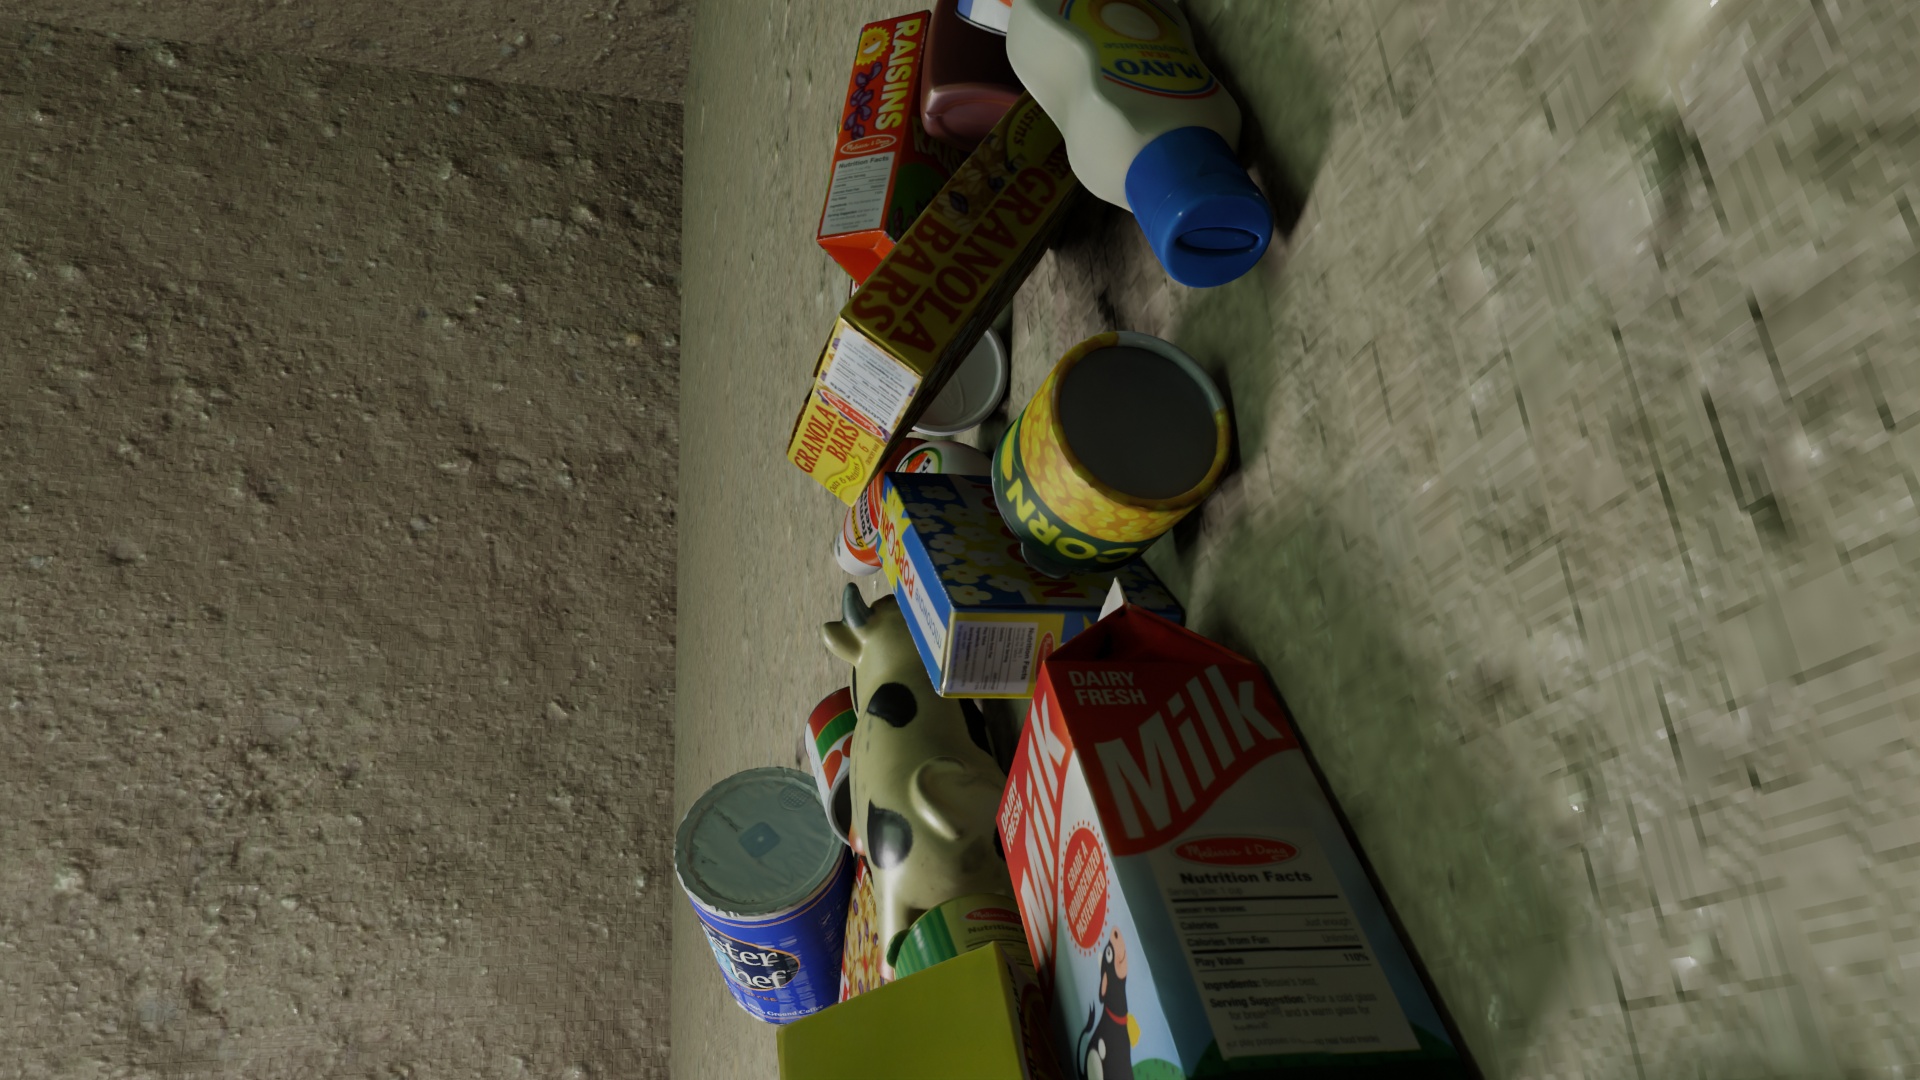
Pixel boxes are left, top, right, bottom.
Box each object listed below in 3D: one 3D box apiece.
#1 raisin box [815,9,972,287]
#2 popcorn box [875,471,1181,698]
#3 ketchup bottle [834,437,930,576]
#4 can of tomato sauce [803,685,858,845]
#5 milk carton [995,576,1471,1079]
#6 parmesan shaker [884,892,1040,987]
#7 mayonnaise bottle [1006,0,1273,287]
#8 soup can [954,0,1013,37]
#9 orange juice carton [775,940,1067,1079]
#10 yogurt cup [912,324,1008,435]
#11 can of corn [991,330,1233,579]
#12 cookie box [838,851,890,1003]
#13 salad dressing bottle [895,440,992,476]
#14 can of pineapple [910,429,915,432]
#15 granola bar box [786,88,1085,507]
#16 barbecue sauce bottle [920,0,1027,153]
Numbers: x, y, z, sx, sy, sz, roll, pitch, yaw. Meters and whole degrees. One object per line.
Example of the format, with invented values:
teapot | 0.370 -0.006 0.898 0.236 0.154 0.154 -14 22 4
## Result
raisin box | -0.021 -0.173 0.660 0.086 0.040 0.124 39 -125 -53
popcorn box | 0.021 0.014 0.533 0.127 0.085 0.038 -120 35 -62
ketchup bottle | -0.046 -0.012 0.851 0.148 0.043 0.065 136 134 -68
can of tomato sauce | -0.050 0.130 0.805 0.083 0.071 0.071 -127 42 -65
milk carton | 0.061 0.096 0.397 0.191 0.073 0.072 -107 24 -50
parmesan shaker | 0.014 0.197 0.551 0.103 0.071 0.071 -124 40 -65
mayonnaise bottle | 0.062 -0.142 0.466 0.041 0.065 0.149 105 157 -43
soup can | 0.038 -0.248 0.556 0.071 0.071 0.083 -112 30 -56
orange juice carton | 0.022 0.206 0.431 0.192 0.073 0.072 56 -167 -43
yogurt cup | -0.013 -0.085 0.714 0.054 0.072 0.072 162 110 -82
can of corn | 0.049 -0.027 0.469 0.058 0.071 0.071 128 142 -63
cookie box | -0.039 0.274 0.783 0.123 0.040 0.167 -137 52 -70
salad dressing bottle | 0.002 -0.008 0.676 0.148 0.044 0.064 -133 59 -68
can of pineapple | -0.034 -0.099 0.783 0.070 0.071 0.058 128 142 -64
granola bar box | -0.001 -0.105 0.556 0.166 0.039 0.123 -55 1 -26
barbecue sauce bottle | 0.019 -0.246 0.636 0.043 0.065 0.149 107 169 -62
